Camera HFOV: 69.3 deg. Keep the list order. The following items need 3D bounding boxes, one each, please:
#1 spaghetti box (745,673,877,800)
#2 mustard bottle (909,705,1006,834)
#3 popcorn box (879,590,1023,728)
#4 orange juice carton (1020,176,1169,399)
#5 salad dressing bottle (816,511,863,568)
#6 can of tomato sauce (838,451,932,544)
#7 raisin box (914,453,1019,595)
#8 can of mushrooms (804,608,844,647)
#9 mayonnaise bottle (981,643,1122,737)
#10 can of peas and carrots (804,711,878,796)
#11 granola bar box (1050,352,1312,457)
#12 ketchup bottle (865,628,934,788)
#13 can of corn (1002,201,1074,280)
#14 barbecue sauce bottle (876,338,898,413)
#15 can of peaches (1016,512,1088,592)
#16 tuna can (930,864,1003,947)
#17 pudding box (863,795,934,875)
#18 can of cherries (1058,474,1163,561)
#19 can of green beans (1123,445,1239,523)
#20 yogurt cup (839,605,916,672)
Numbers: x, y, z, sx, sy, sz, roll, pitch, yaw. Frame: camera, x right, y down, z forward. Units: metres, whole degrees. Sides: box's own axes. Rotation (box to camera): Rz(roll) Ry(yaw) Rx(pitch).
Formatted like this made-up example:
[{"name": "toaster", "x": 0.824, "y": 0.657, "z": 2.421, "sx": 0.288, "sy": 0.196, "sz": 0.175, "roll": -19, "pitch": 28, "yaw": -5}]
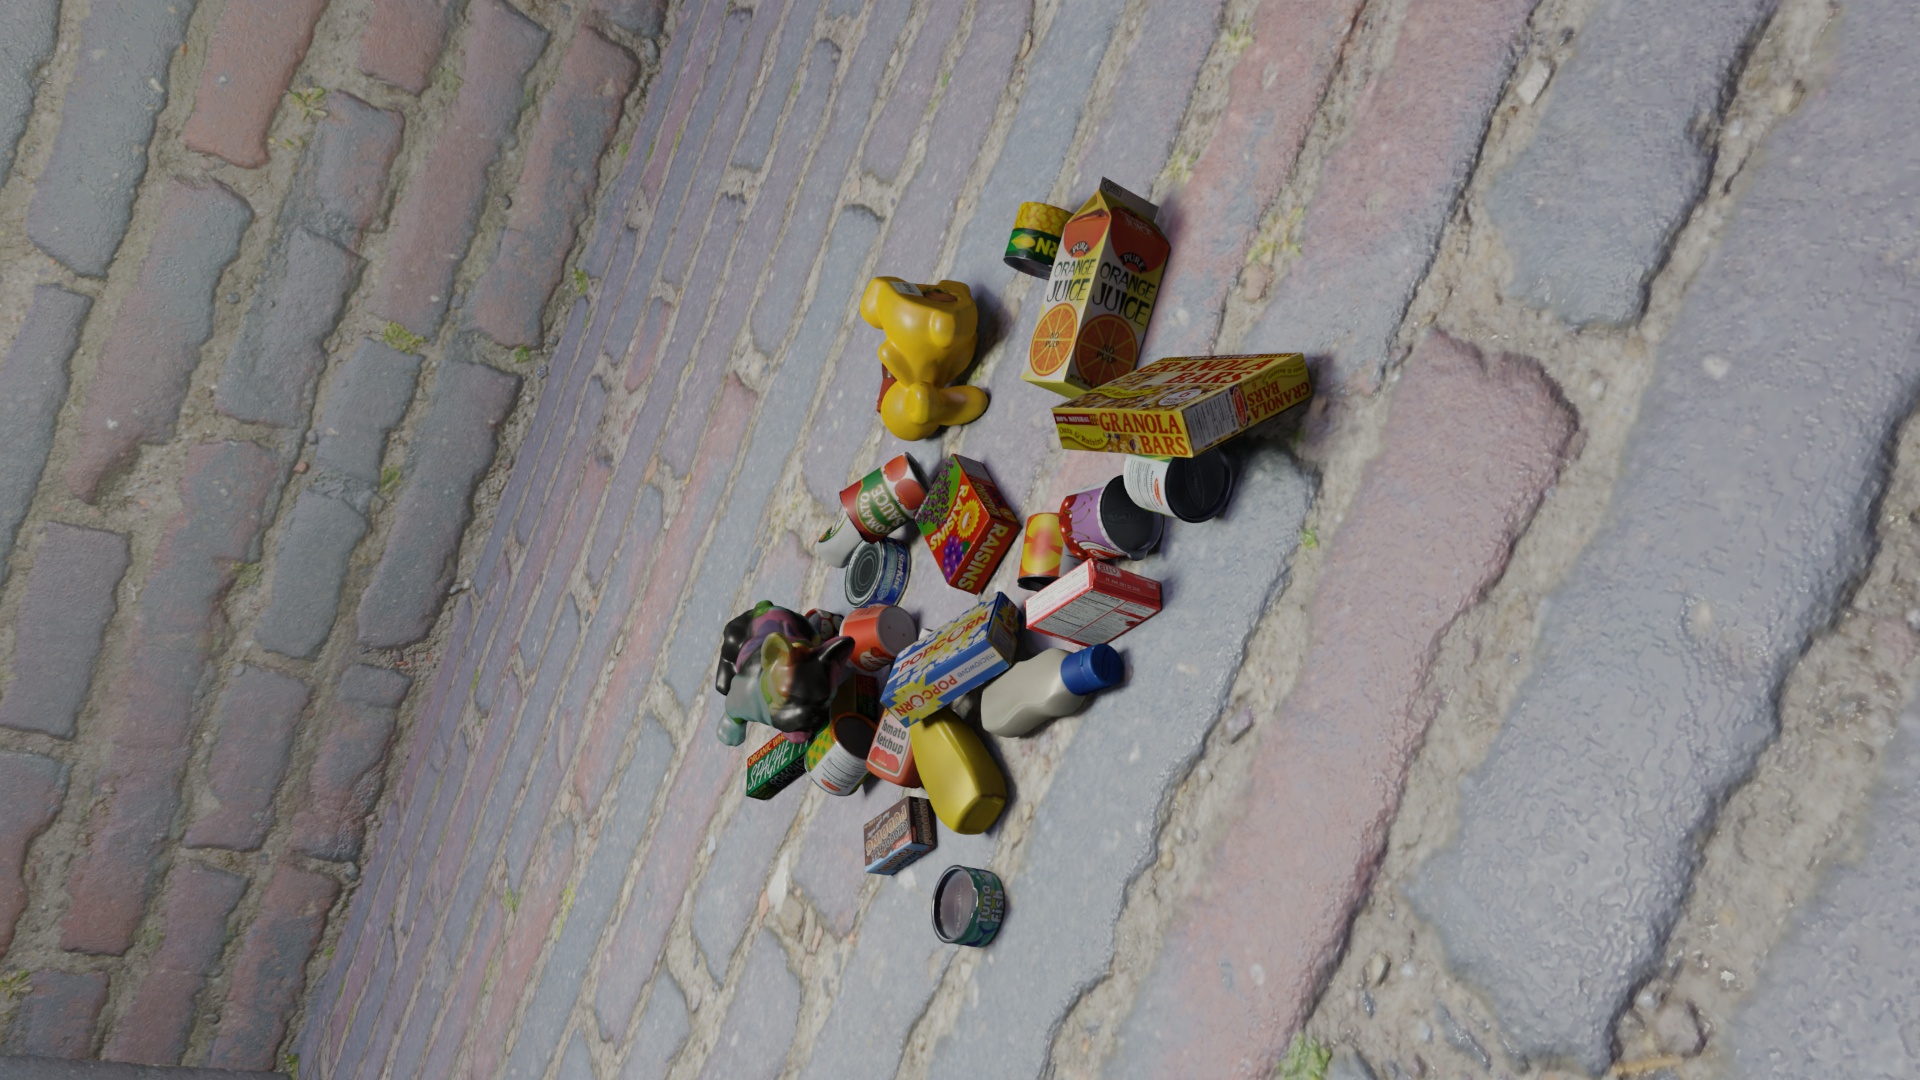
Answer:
[{"name": "spaghetti box", "x": -0.168, "y": 0.221, "z": 1.532, "sx": 0.249, "sy": 0.029, "sz": 0.050, "roll": -40, "pitch": 42, "yaw": 42}, {"name": "mustard bottle", "x": -0.011, "y": 0.192, "z": 1.261, "sx": 0.065, "sy": 0.049, "sz": 0.161, "roll": -55, "pitch": 40, "yaw": 22}, {"name": "popcorn box", "x": -0.006, "y": 0.107, "z": 1.255, "sx": 0.126, "sy": 0.038, "sz": 0.085, "roll": -33, "pitch": 18, "yaw": 24}, {"name": "orange juice carton", "x": 0.126, "y": -0.223, "z": 1.247, "sx": 0.073, "sy": 0.072, "sz": 0.192, "roll": 13, "pitch": 86, "yaw": 59}, {"name": "salad dressing bottle", "x": -0.101, "y": -0.030, "z": 1.537, "sx": 0.147, "sy": 0.044, "sz": 0.064, "roll": -45, "pitch": 7, "yaw": 29}, {"name": "can of tomato sauce", "x": -0.075, "y": -0.044, "z": 1.455, "sx": 0.083, "sy": 0.071, "sz": 0.071, "roll": -32, "pitch": 42, "yaw": 10}, {"name": "raisin box", "x": 0.005, "y": -0.017, "z": 1.368, "sx": 0.085, "sy": 0.040, "sz": 0.124, "roll": -58, "pitch": 32, "yaw": 21}, {"name": "can of mushrooms", "x": -0.159, "y": 0.110, "z": 1.572, "sx": 0.070, "sy": 0.033, "sz": 0.071, "roll": -34, "pitch": 48, "yaw": 48}, {"name": "mayonnaise bottle", "x": 0.076, "y": 0.123, "z": 1.175, "sx": 0.147, "sy": 0.041, "sz": 0.065, "roll": -28, "pitch": 45, "yaw": 49}, {"name": "can of peas and carrots", "x": -0.116, "y": 0.215, "z": 1.414, "sx": 0.058, "sy": 0.071, "sz": 0.071, "roll": -51, "pitch": 36, "yaw": 31}, {"name": "granola bar box", "x": 0.168, "y": -0.105, "z": 1.072, "sx": 0.165, "sy": 0.125, "sz": 0.039, "roll": 10, "pitch": 122, "yaw": 59}, {"name": "ketchup bottle", "x": -0.043, "y": 0.161, "z": 1.344, "sx": 0.065, "sy": 0.043, "sz": 0.148, "roll": 18, "pitch": 89, "yaw": 47}, {"name": "can of corn", "x": 0.083, "y": -0.293, "z": 1.362, "sx": 0.071, "sy": 0.071, "sz": 0.058, "roll": 15, "pitch": 87, "yaw": 60}, {"name": "barbecue sauce bottle", "x": -0.062, "y": -0.214, "z": 1.579, "sx": 0.065, "sy": 0.044, "sz": 0.148, "roll": -1, "pitch": 74, "yaw": 59}, {"name": "can of peaches", "x": 0.083, "y": 0.013, "z": 1.194, "sx": 0.071, "sy": 0.071, "sz": 0.058, "roll": -13, "pitch": 63, "yaw": 56}, {"name": "tuna can", "x": 0.007, "y": 0.313, "z": 1.191, "sx": 0.070, "sy": 0.033, "sz": 0.071, "roll": -34, "pitch": 47, "yaw": 47}, {"name": "pudding box", "x": -0.059, "y": 0.281, "z": 1.319, "sx": 0.083, "sy": 0.030, "sz": 0.050, "roll": -41, "pitch": 43, "yaw": 42}, {"name": "can of cherries", "x": 0.123, "y": -0.015, "z": 1.146, "sx": 0.058, "sy": 0.071, "sz": 0.071, "roll": -16, "pitch": 61, "yaw": 55}, {"name": "can of green beans", "x": 0.170, "y": -0.051, "z": 1.088, "sx": 0.058, "sy": 0.071, "sz": 0.071, "roll": 22, "pitch": 93, "yaw": 61}, {"name": "yogurt cup", "x": -0.082, "y": 0.098, "z": 1.425, "sx": 0.054, "sy": 0.072, "sz": 0.072, "roll": -19, "pitch": 58, "yaw": 44}]
